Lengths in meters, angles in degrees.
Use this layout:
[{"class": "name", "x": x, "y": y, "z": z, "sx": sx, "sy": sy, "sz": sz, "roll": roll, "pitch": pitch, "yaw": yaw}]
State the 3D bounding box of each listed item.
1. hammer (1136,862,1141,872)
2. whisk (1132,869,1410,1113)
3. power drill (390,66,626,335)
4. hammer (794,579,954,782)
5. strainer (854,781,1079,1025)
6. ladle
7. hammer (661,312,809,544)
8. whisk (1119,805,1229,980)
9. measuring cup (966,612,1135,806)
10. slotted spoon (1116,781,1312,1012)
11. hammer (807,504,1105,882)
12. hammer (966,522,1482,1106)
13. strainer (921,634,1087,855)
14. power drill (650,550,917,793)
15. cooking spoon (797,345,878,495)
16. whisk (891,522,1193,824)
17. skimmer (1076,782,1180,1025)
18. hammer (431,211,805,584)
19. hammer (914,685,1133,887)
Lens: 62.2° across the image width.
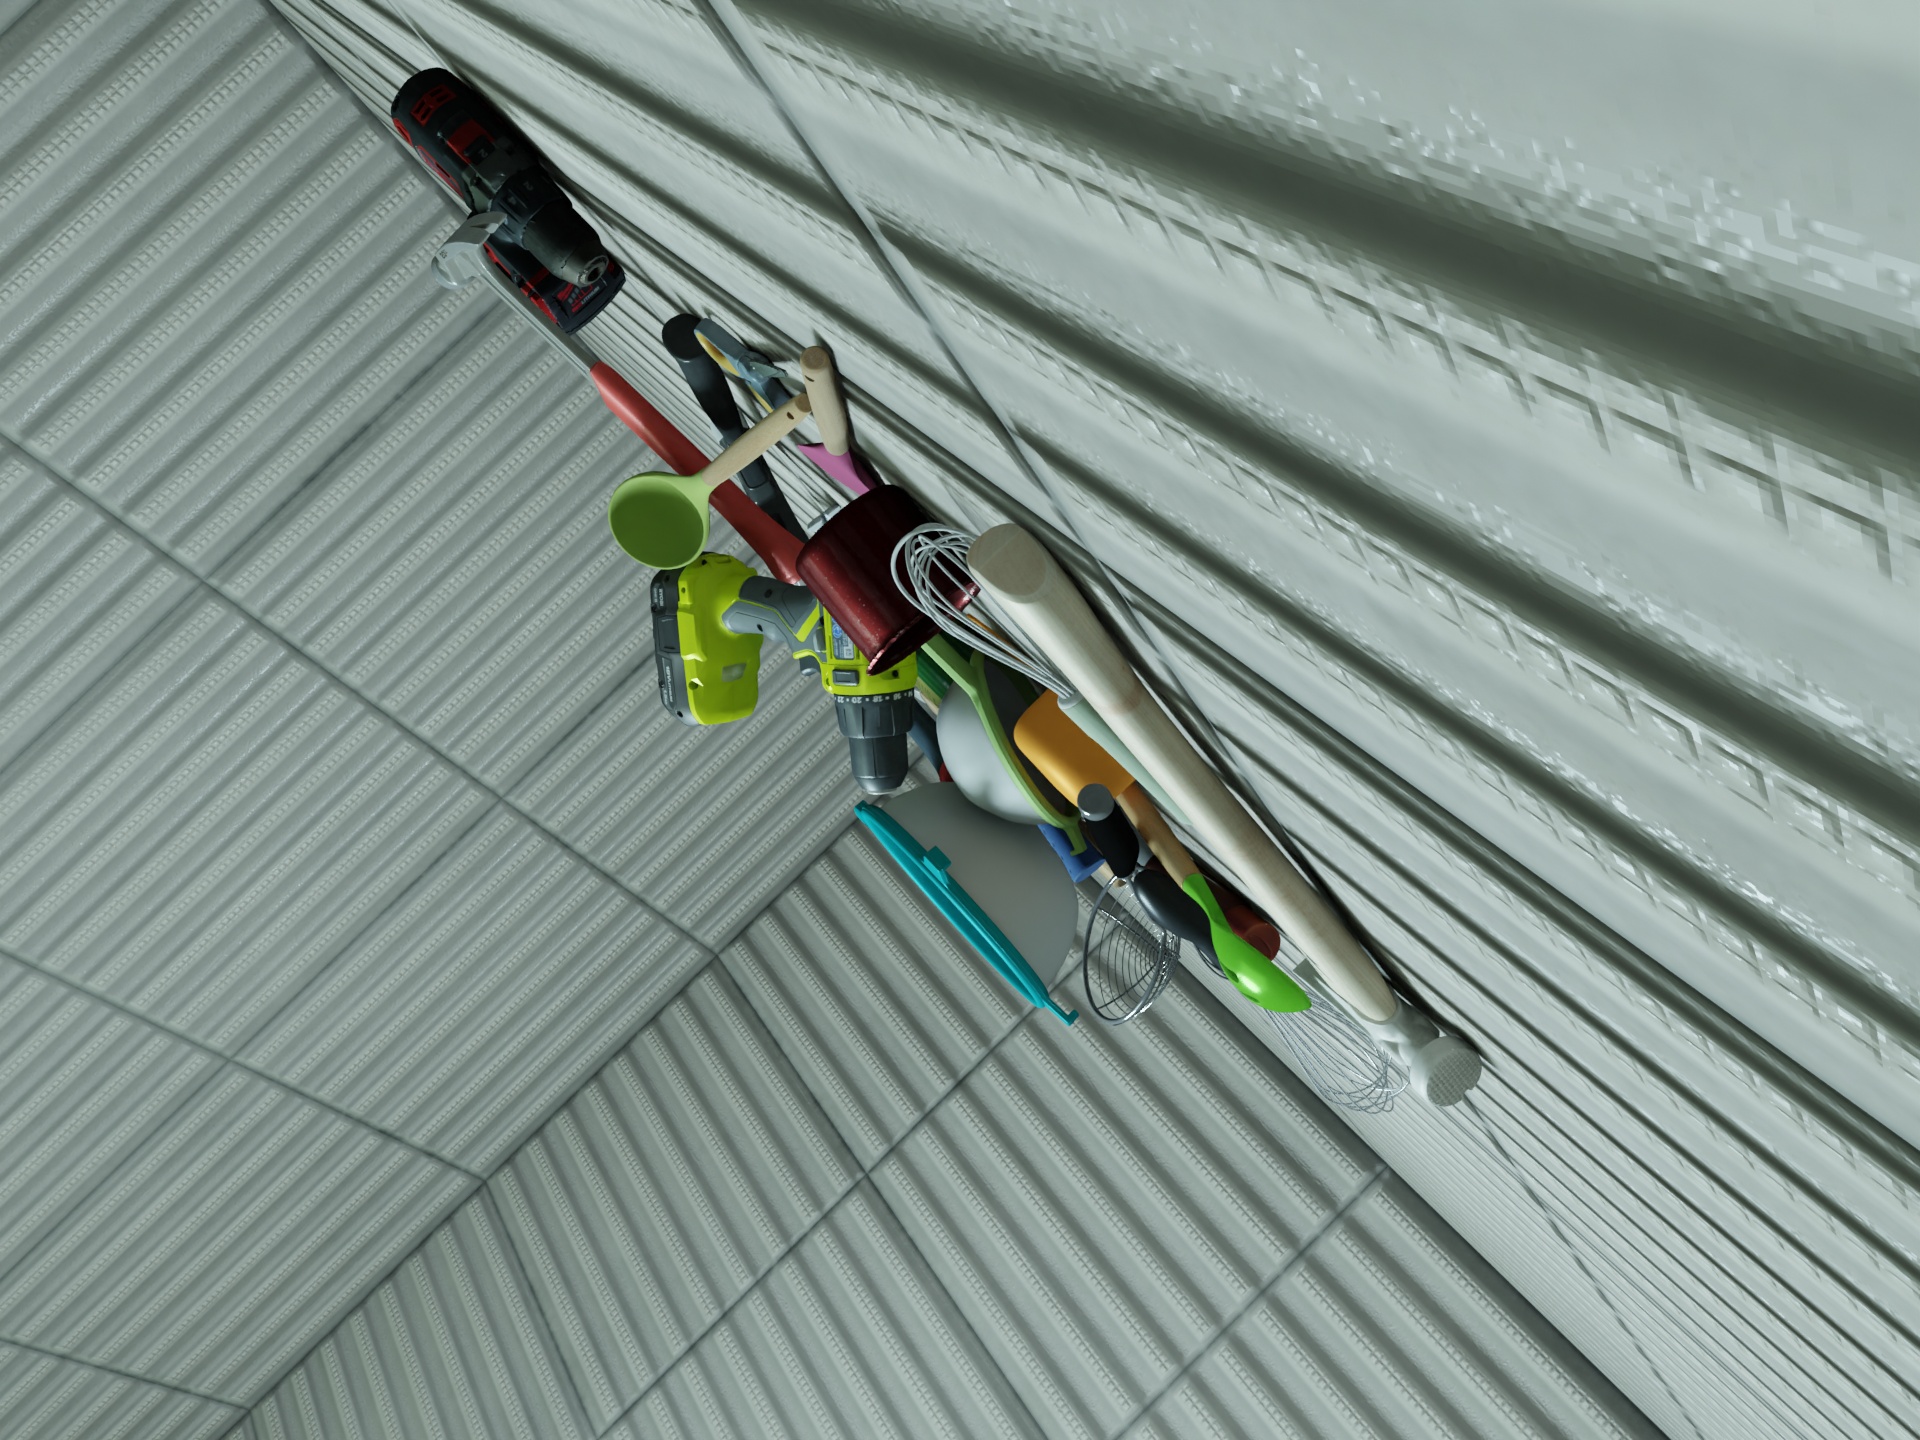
[{"class": "hammer", "x": 0.080, "y": 0.040, "z": 1.599, "sx": 0.336, "sy": 0.034, "sz": 0.127, "roll": 47, "pitch": 176, "yaw": -24}, {"class": "whisk", "x": 0.215, "y": 0.190, "z": 1.106, "sx": 0.284, "sy": 0.070, "sz": 0.070, "roll": 41, "pitch": 180, "yaw": -22}, {"class": "power drill", "x": -0.321, "y": -0.369, "z": 1.200, "sx": 0.188, "sy": 0.080, "sz": 0.226, "roll": 45, "pitch": 175, "yaw": 5}, {"class": "hammer", "x": -0.079, "y": -0.049, "z": 1.454, "sx": 0.387, "sy": 0.038, "sz": 0.143, "roll": 46, "pitch": 158, "yaw": 56}, {"class": "strainer", "x": 0.001, "y": 0.103, "z": 1.309, "sx": 0.210, "sy": 0.095, "sz": 0.341, "roll": 51, "pitch": 172, "yaw": -26}, {"class": "ladle", "x": -0.170, "y": -0.165, "z": 1.088, "sx": 0.078, "sy": 0.062, "sz": 0.320, "roll": 45, "pitch": 157, "yaw": -15}, {"class": "hammer", "x": -0.183, "y": -0.234, "z": 1.268, "sx": 0.146, "sy": 0.035, "sz": 0.334, "roll": 63, "pitch": 177, "yaw": 10}, {"class": "whisk", "x": 0.184, "y": 0.138, "z": 1.373, "sx": 0.239, "sy": 0.055, "sz": 0.055, "roll": 49, "pitch": 180, "yaw": 36}, {"class": "measuring cup", "x": 0.049, "y": -0.005, "z": 1.109, "sx": 0.174, "sy": 0.052, "sz": 0.095, "roll": 43, "pitch": 177, "yaw": 21}, {"class": "slotted spoon", "x": 0.143, "y": 0.095, "z": 1.042, "sx": 0.070, "sy": 0.031, "sz": 0.314, "roll": 47, "pitch": -173, "yaw": -30}, {"class": "hammer", "x": -0.009, "y": -0.029, "z": 1.403, "sx": 0.406, "sy": 0.035, "sz": 0.144, "roll": 53, "pitch": 179, "yaw": 15}, {"class": "hammer", "x": 0.131, "y": 0.048, "z": 0.826, "sx": 0.410, "sy": 0.038, "sz": 0.146, "roll": 48, "pitch": 178, "yaw": -29}, {"class": "strainer", "x": -0.002, "y": -0.004, "z": 1.146, "sx": 0.256, "sy": 0.069, "sz": 0.152, "roll": 44, "pitch": -155, "yaw": -43}, {"class": "power drill", "x": -0.126, "y": -0.046, "z": 1.201, "sx": 0.229, "sy": 0.190, "sz": 0.080, "roll": 4, "pitch": -168, "yaw": 39}, {"class": "cooking spoon", "x": -0.072, "y": -0.167, "z": 0.922, "sx": 0.069, "sy": 0.017, "sz": 0.319, "roll": 34, "pitch": 178, "yaw": 1}, {"class": "whisk", "x": 0.056, "y": -0.020, "z": 0.862, "sx": 0.246, "sy": 0.059, "sz": 0.058, "roll": 42, "pitch": -142, "yaw": -24}, {"class": "skimmer", "x": 0.099, "y": 0.124, "z": 1.146, "sx": 0.363, "sy": 0.090, "sz": 0.127, "roll": 58, "pitch": -147, "yaw": -61}, {"class": "hammer", "x": -0.239, "y": -0.231, "z": 1.193, "sx": 0.358, "sy": 0.037, "sz": 0.149, "roll": 43, "pitch": 165, "yaw": -26}, {"class": "hammer", "x": 0.044, "y": 0.044, "z": 1.537, "sx": 0.331, "sy": 0.031, "sz": 0.130, "roll": 43, "pitch": 175, "yaw": 25}]
